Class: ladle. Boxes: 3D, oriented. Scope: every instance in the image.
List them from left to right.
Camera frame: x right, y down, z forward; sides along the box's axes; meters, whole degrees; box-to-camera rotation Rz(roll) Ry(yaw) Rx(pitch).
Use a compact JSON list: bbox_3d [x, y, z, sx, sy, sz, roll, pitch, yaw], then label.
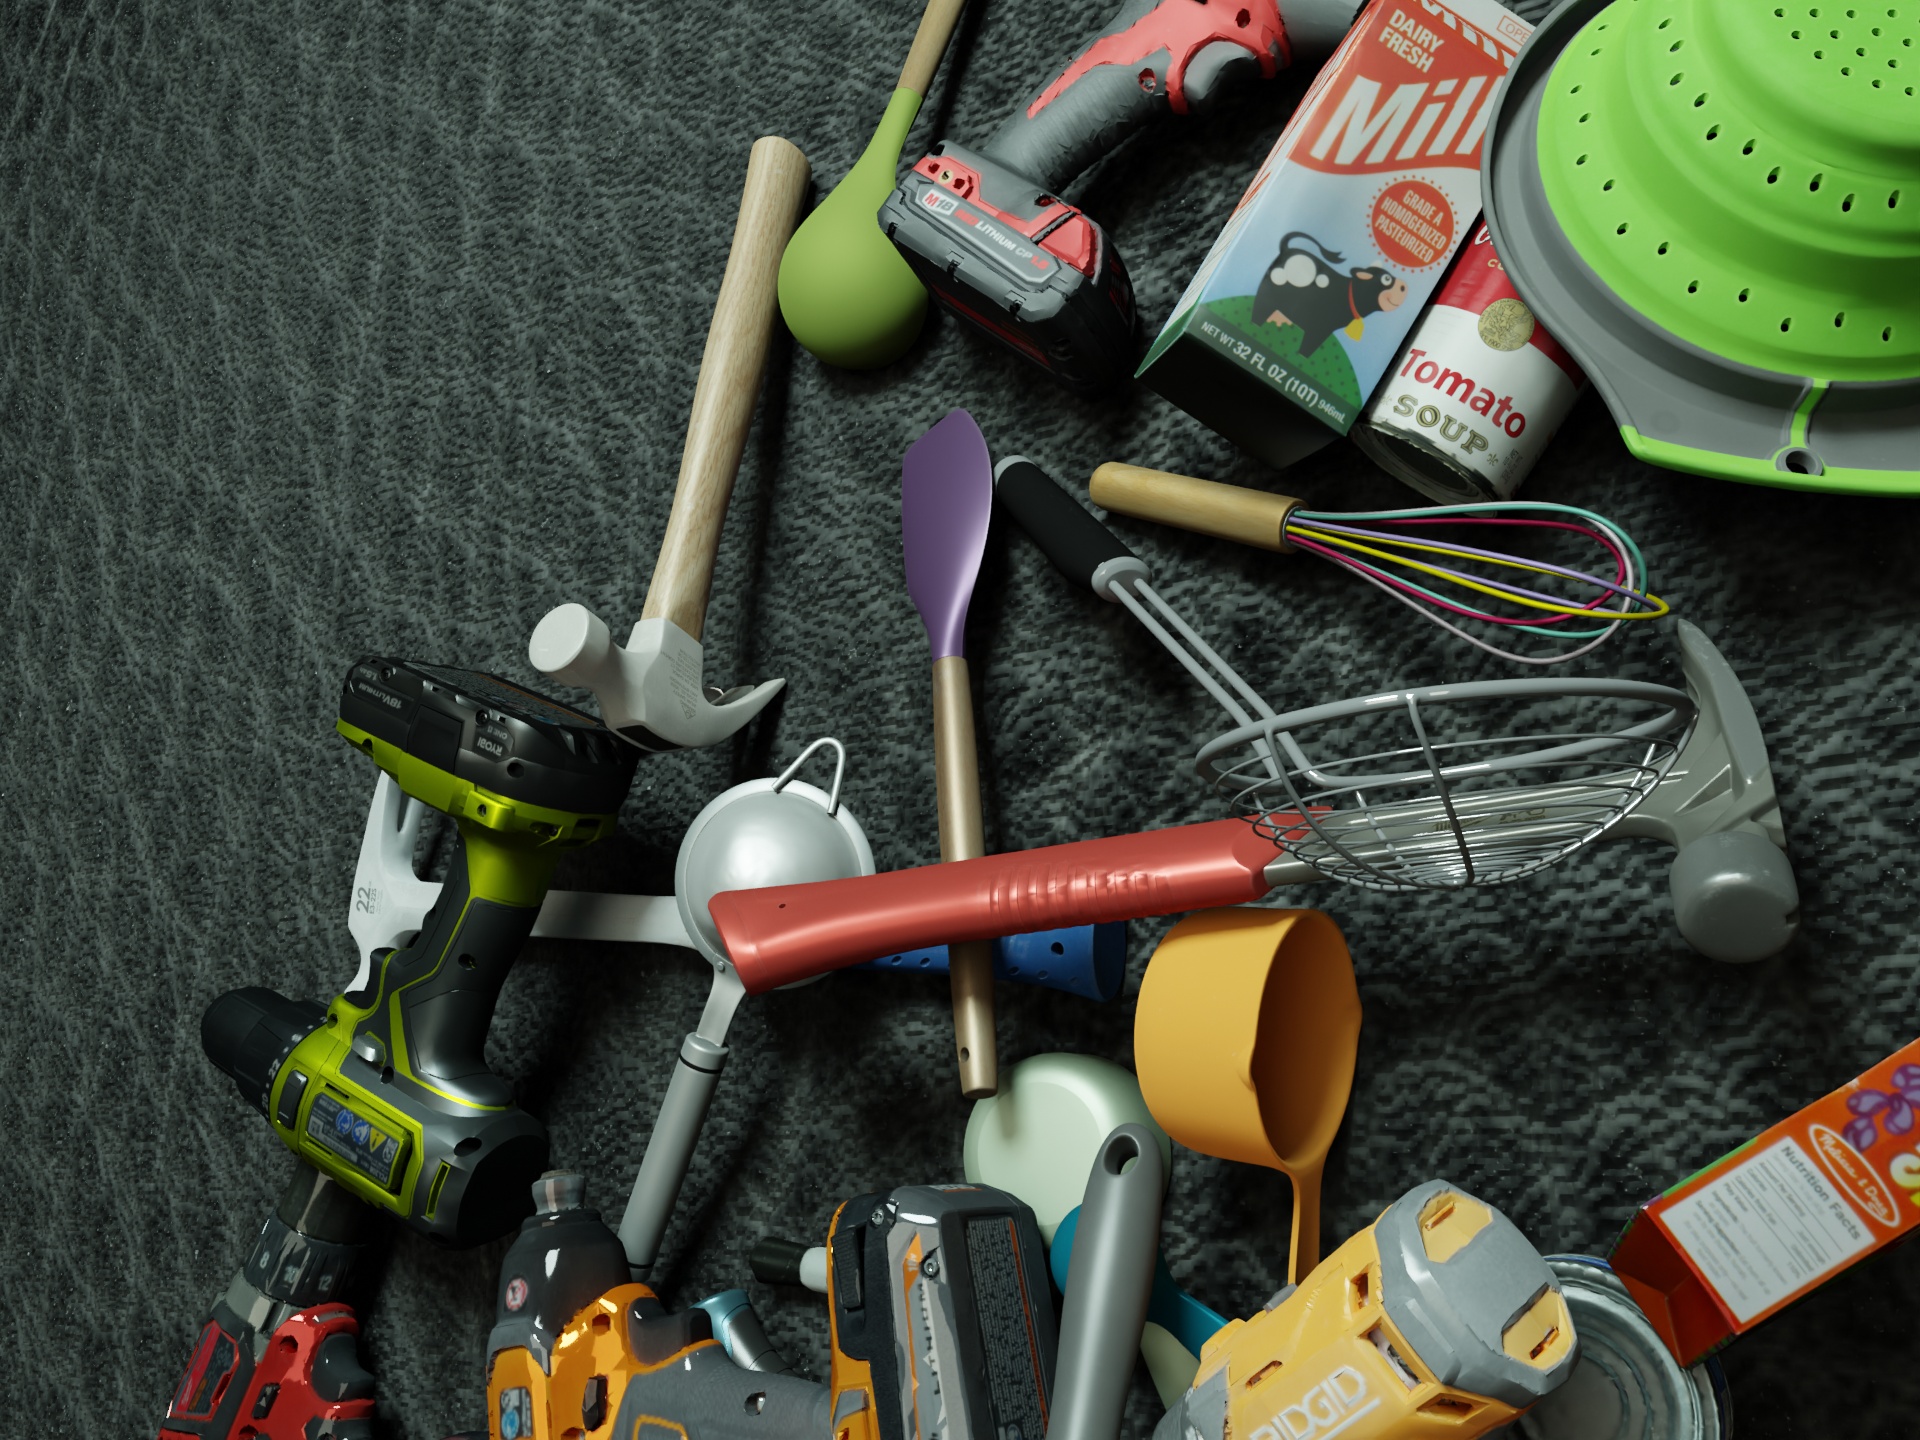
[{"bbox_3d":[-0.012,-0.319,0.782,0.078,0.062,0.320,12,74,27],"label":"ladle"}]

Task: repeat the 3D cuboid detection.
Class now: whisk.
[{"bbox_3d":[0.036,0.234,0.479,0.055,0.055,0.239,-6,50,28],"label":"whisk"},{"bbox_3d":[0.140,-0.069,0.590,0.245,0.051,0.047,21,54,43],"label":"whisk"}]

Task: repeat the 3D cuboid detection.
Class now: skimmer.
[{"bbox_3d":[0.086,-0.051,0.536,0.364,0.127,0.090,-125,40,-56],"label":"skimmer"}]

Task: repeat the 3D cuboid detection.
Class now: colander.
[{"bbox_3d":[0.290,-0.268,0.524,0.204,0.094,0.397,8,68,7],"label":"colander"}]

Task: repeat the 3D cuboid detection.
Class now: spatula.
[{"bbox_3d":[-0.001,-0.002,0.649,0.060,0.018,0.316,-32,49,39],"label":"spatula"}]

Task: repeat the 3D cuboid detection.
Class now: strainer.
[{"bbox_3d":[-0.101,0.129,0.648,0.087,0.050,0.258,22,98,14],"label":"strainer"}]

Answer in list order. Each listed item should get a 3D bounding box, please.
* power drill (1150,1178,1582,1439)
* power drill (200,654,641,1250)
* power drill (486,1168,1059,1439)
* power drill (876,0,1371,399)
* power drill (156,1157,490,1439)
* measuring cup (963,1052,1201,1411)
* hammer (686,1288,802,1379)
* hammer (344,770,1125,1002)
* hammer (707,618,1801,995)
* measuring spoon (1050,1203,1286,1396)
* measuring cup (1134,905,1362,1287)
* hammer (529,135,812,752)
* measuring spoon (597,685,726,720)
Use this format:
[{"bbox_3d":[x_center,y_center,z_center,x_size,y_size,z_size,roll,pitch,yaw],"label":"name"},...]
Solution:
[{"bbox_3d":[0.146,0.270,0.450,0.226,0.084,0.185,52,126,22],"label":"power drill"},{"bbox_3d":[-0.246,0.093,0.705,0.191,0.080,0.228,20,95,28],"label":"power drill"},{"bbox_3d":[-0.080,0.232,0.576,0.226,0.084,0.164,-20,67,25],"label":"power drill"},{"bbox_3d":[0.081,-0.257,0.681,0.143,0.078,0.219,38,91,26],"label":"power drill"},{"bbox_3d":[-0.255,0.299,0.699,0.227,0.080,0.188,19,84,36],"label":"power drill"},{"bbox_3d":[0.055,0.197,0.573,0.083,0.038,0.168,-36,59,15],"label":"measuring cup"},{"bbox_3d":[0.004,0.321,0.568,0.331,0.033,0.128,33,91,33],"label":"hammer"},{"bbox_3d":[-0.121,0.083,0.705,0.405,0.035,0.144,-1,83,28],"label":"hammer"},{"bbox_3d":[0.078,0.045,0.543,0.359,0.036,0.149,-11,27,22],"label":"hammer"},{"bbox_3d":[0.081,0.211,0.531,0.129,0.021,0.042,33,109,24],"label":"measuring spoon"},{"bbox_3d":[0.097,0.149,0.551,0.052,0.095,0.173,3,94,35],"label":"measuring cup"},{"bbox_3d":[-0.110,-0.138,0.744,0.031,0.129,0.332,-6,61,28],"label":"hammer"},{"bbox_3d":[-0.166,0.007,0.778,0.124,0.018,0.034,-17,76,17],"label":"measuring spoon"}]
